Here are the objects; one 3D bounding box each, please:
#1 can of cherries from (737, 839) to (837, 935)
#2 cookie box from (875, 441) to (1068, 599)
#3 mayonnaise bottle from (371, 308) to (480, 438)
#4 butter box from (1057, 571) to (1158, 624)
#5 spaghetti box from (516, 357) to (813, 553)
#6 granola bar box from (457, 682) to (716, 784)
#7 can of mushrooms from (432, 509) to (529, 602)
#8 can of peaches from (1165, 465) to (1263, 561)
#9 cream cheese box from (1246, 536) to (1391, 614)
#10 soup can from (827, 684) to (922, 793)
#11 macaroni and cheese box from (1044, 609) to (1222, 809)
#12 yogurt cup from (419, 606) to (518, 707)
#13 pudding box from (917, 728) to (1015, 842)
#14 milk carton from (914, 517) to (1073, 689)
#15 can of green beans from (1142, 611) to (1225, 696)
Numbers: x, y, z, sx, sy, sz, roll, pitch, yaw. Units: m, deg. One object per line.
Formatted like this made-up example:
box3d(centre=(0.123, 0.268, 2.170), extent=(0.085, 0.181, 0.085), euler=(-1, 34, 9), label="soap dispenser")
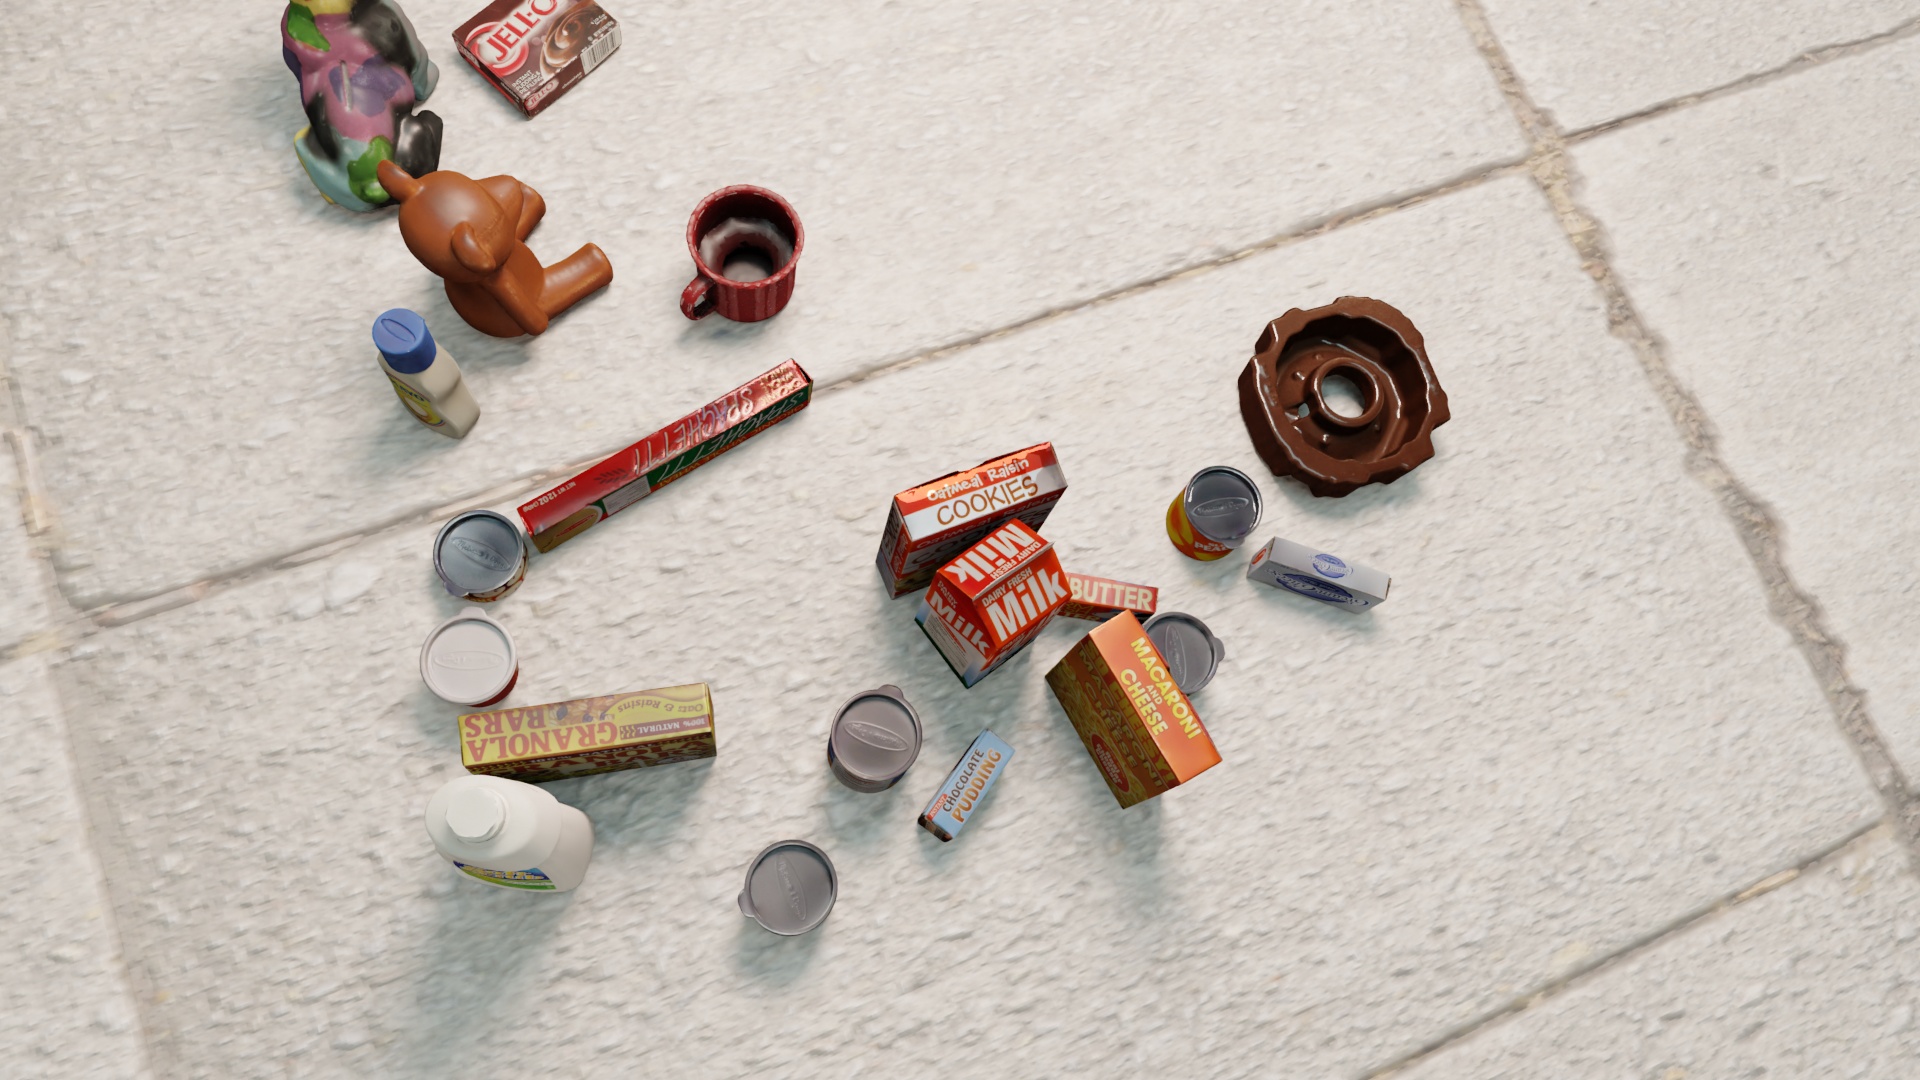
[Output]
box3d(centre=(-0.126, 0.254, 1.009), extent=(0.071, 0.058, 0.071), euler=(2, 73, -7), label="can of cherries")
box3d(centre=(0.004, -0.013, 1.053), extent=(0.123, 0.167, 0.040), euler=(-20, 77, -13), label="cookie box")
box3d(centre=(-0.404, -0.126, 1.040), extent=(0.065, 0.147, 0.041), euler=(32, 72, 2), label="mayonnaise bottle")
box3d(centre=(0.101, 0.046, 1.109), extent=(0.103, 0.053, 0.024), euler=(9, 72, -5), label="butter box")
box3d(centre=(-0.229, -0.068, 1.099), extent=(0.251, 0.050, 0.029), euler=(-32, 80, -16), label="spaghetti box")
box3d(centre=(-0.259, 0.141, 0.991), extent=(0.166, 0.124, 0.039), euler=(-7, 75, -10), label="granola bar box")
box3d(centre=(-0.367, 0.014, 1.062), extent=(0.071, 0.033, 0.071), euler=(2, 73, -7), label="can of mushrooms")
box3d(centre=(0.208, -0.019, 1.141), extent=(0.071, 0.058, 0.071), euler=(2, 73, -7), label="can of peaches")
box3d(centre=(0.293, 0.029, 1.141), extent=(0.104, 0.053, 0.024), euler=(18, 72, -2), label="cream cheese box")
box3d(centre=(-0.064, 0.149, 1.037), extent=(0.071, 0.083, 0.071), euler=(2, 73, -7), label="soup can")
box3d(centre=(0.123, 0.128, 1.027), extent=(0.040, 0.166, 0.124), euler=(-28, 79, -15), label="macaroni and cheese box")
box3d(centre=(-0.360, 0.092, 1.028), extent=(0.072, 0.053, 0.072), euler=(2, 73, -7), label="yogurt cup")
box3d(centre=(0.004, 0.186, 1.053), extent=(0.030, 0.049, 0.084), euler=(36, 72, 4), label="pudding box")
box3d(centre=(0.024, 0.045, 1.026), extent=(0.072, 0.190, 0.073), euler=(-35, 81, -16), label="milk carton")
box3d(centre=(0.164, 0.095, 1.100), extent=(0.071, 0.057, 0.071), euler=(2, 73, -7), label="can of green beans")
